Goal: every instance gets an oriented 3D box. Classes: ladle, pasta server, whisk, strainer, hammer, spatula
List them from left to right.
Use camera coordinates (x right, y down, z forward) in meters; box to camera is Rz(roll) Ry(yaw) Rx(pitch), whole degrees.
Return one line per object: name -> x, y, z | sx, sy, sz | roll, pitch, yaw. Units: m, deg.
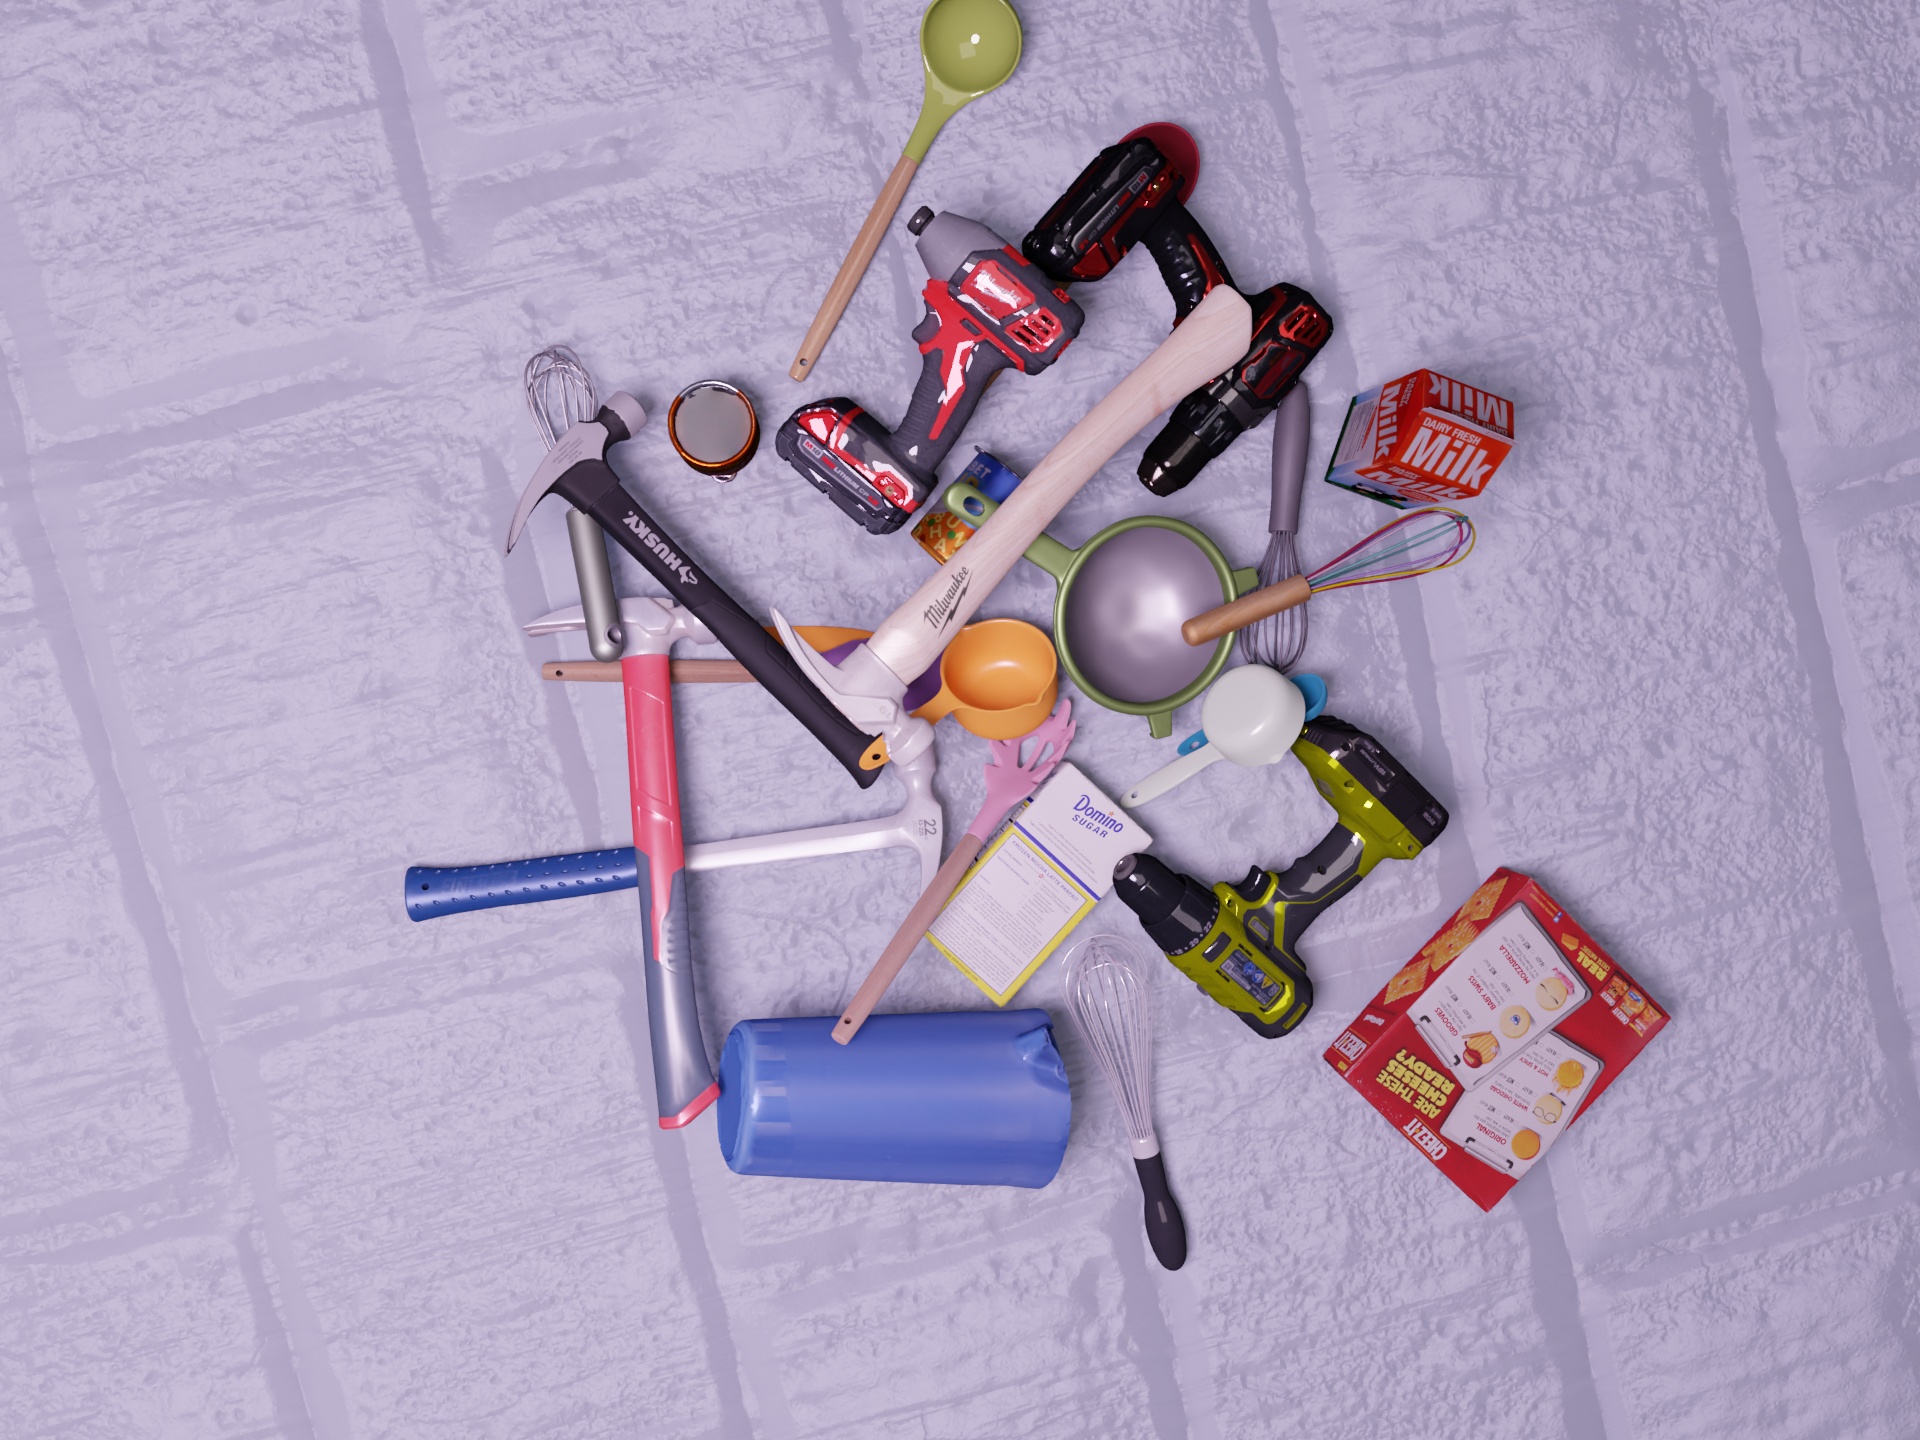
whisk -> -0.281, -0.161, 1.171 | 0.059, 0.057, 0.246 | -18, 79, 33
hammer -> -0.235, 0.101, 1.161 | 0.143, 0.038, 0.386 | -5, 81, -4
hammer -> -0.212, 0.111, 1.203 | 0.405, 0.035, 0.144 | -8, 75, -2
hammer -> -0.179, -0.074, 1.158 | 0.334, 0.035, 0.146 | 45, 64, -11
spatula -> -0.160, -0.036, 1.222 | 0.316, 0.018, 0.059 | 0, 105, -5
ladle -> -0.050, -0.400, 1.195 | 0.078, 0.062, 0.320 | 28, 93, -6
pasta server -> -0.005, 0.104, 1.170 | 0.060, 0.040, 0.316 | 23, 59, 22
hammer -> 0.049, -0.163, 1.125 | 0.410, 0.038, 0.146 | -46, 104, -6
ladle -> 0.070, -0.327, 1.223 | 0.069, 0.031, 0.315 | 39, 91, -10
strainer -> 0.088, -0.107, 1.199 | 0.256, 0.069, 0.151 | 30, 90, -18
whisk -> 0.135, 0.303, 1.248 | 0.070, 0.070, 0.284 | -15, 99, -4
whisk -> 0.253, -0.148, 1.241 | 0.055, 0.055, 0.239 | 6, 88, -5
whisk -> 0.280, -0.106, 1.198 | 0.245, 0.051, 0.047 | -22, 94, -9

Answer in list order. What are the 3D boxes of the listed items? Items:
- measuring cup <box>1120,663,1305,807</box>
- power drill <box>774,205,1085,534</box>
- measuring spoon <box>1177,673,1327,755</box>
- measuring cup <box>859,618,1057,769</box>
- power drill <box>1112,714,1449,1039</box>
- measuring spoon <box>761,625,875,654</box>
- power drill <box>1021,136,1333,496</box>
measuring cup -> 0.183, 0.017, 1.216 | 0.167, 0.083, 0.038 | -34, 136, 21
power drill -> -0.029, -0.256, 1.155 | 0.143, 0.078, 0.219 | 41, 110, -6
measuring spoon -> 0.229, 0.004, 1.237 | 0.128, 0.042, 0.021 | -26, 130, 24
measuring cup -> -0.002, -0.004, 1.196 | 0.173, 0.052, 0.095 | -36, 58, -14
power drill -> 0.243, 0.109, 1.223 | 0.190, 0.080, 0.228 | 42, 90, -18
measuring spoon -> -0.114, -0.063, 1.227 | 0.117, 0.011, 0.021 | 5, 93, -5
power drill -> 0.150, -0.299, 1.195 | 0.226, 0.080, 0.188 | 41, 93, -19
